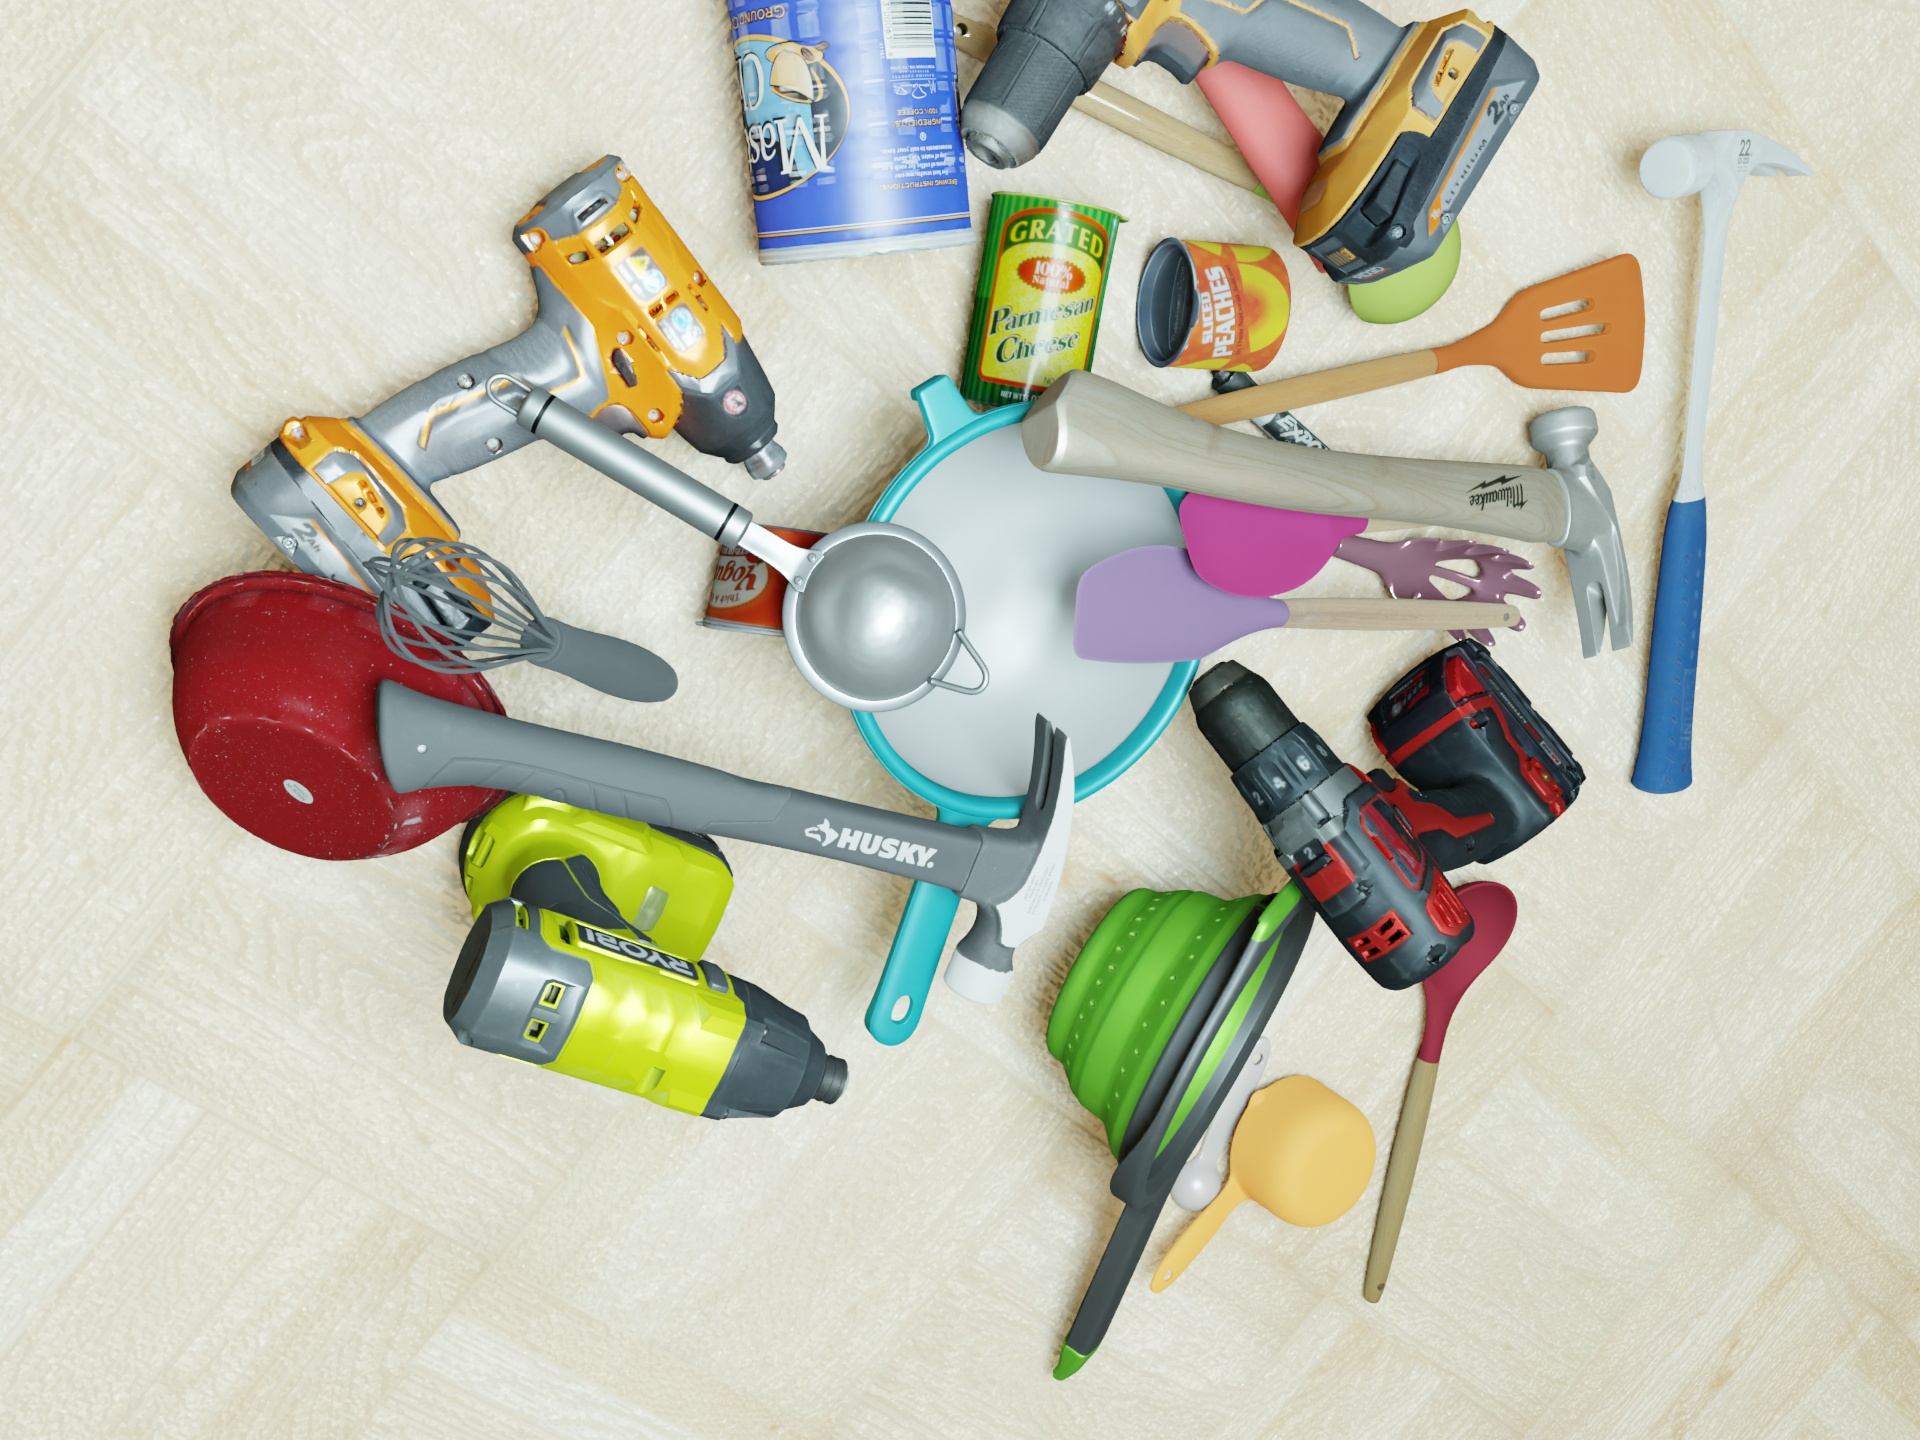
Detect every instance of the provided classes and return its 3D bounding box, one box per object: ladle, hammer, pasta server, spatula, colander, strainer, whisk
[{"bbox_3d":[0.128,-0.294,0.833,0.320,0.062,0.078,19,99,-17],"label":"ladle"},{"bbox_3d":[0.306,0.248,1.054,0.069,0.031,0.315,4,105,-18],"label":"ladle"},{"bbox_3d":[0.085,-0.368,0.763,0.149,0.037,0.359,-39,105,-7],"label":"hammer"},{"bbox_3d":[0.194,-0.105,0.906,0.316,0.040,0.060,13,111,-22],"label":"pasta server"},{"bbox_3d":[0.191,-0.060,0.852,0.315,0.018,0.059,-1,101,-32],"label":"spatula"},{"bbox_3d":[-0.096,0.035,0.721,0.334,0.035,0.146,16,103,-28],"label":"hammer"},{"bbox_3d":[0.208,-0.114,0.826,0.410,0.038,0.146,2,76,-33],"label":"hammer"},{"bbox_3d":[0.092,0.231,0.935,0.204,0.094,0.396,-30,143,-55],"label":"colander"},{"bbox_3d":[0.250,-0.196,0.889,0.322,0.041,0.081,-17,111,-22],"label":"spatula"},{"bbox_3d":[-0.093,-0.080,0.700,0.258,0.050,0.087,30,83,-9],"label":"strainer"},{"bbox_3d":[-0.001,-0.003,0.829,0.210,0.095,0.340,13,101,-31],"label":"strainer"},{"bbox_3d":[-0.182,-0.035,0.708,0.055,0.238,0.055,-2,81,16],"label":"whisk"},{"bbox_3d":[0.453,-0.149,0.977,0.144,0.035,0.405,-20,116,-35],"label":"hammer"}]

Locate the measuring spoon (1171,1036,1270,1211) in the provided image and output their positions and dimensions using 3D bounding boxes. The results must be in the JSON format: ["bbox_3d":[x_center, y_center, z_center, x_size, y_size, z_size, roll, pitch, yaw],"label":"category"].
[{"bbox_3d":[0.171,0.259,1.012,0.034,0.018,0.124,21,96,-24],"label":"measuring spoon"}]

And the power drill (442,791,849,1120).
[{"bbox_3d":[-0.151,0.106,0.737,0.171,0.223,0.080,24,96,-24],"label":"power drill"}]

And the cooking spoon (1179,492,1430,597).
[{"bbox_3d":[0.236,-0.112,0.878,0.318,0.017,0.069,-11,84,-36],"label":"cooking spoon"}]

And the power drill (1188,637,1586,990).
[{"bbox_3d":[0.231,0.026,0.869,0.226,0.080,0.188,-26,75,-48],"label":"power drill"}]

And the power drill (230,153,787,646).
[{"bbox_3d":[-0.195,-0.126,0.736,0.226,0.084,0.164,-42,116,-8],"label":"power drill"}]

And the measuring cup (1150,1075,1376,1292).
[{"bbox_3d":[0.191,0.304,0.997,0.173,0.052,0.095,-43,120,-16],"label":"measuring cup"}]

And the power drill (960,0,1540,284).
[{"bbox_3d":[0.125,-0.290,0.725,0.226,0.084,0.185,32,88,-11],"label":"power drill"}]
